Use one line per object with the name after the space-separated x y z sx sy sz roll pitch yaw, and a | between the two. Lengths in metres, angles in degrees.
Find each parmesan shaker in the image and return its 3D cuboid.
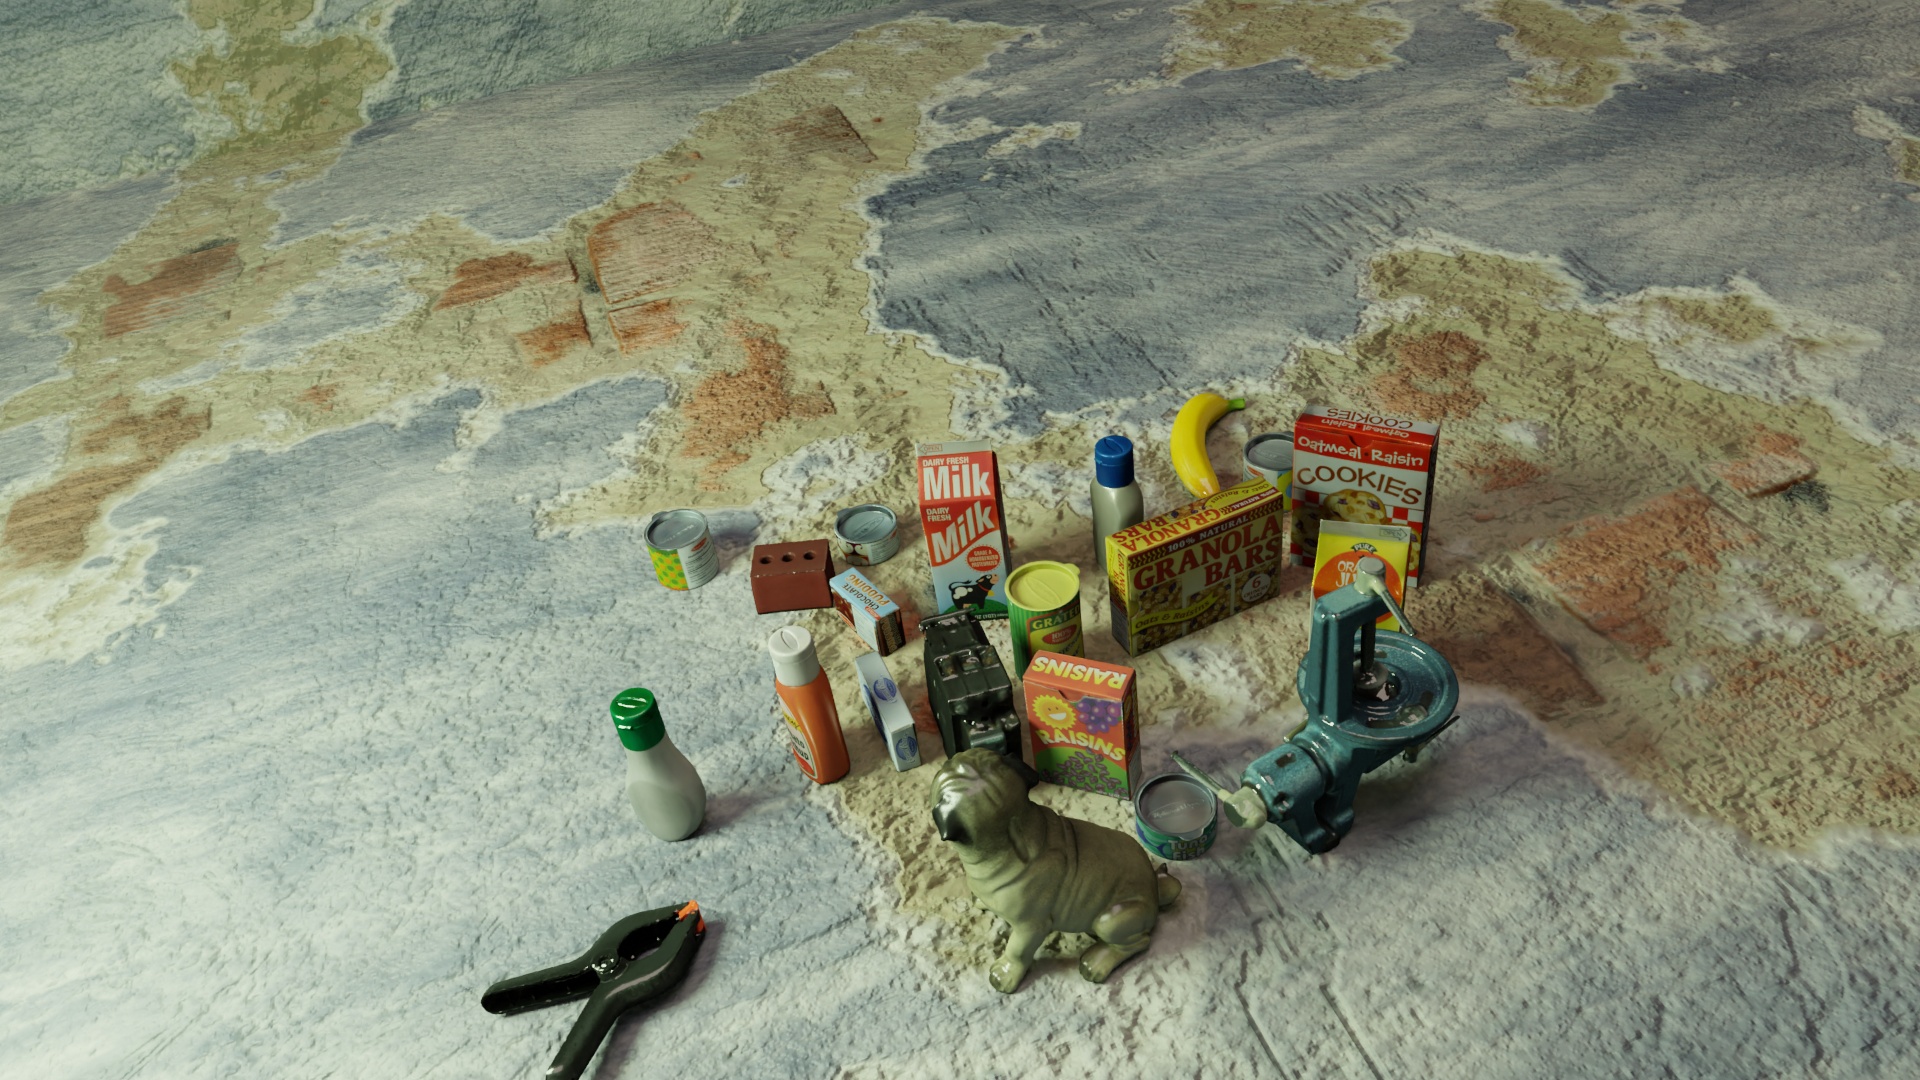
0.080 0.077 1.253 0.071 0.102 0.072 -5 39 4 | parmesan shaker

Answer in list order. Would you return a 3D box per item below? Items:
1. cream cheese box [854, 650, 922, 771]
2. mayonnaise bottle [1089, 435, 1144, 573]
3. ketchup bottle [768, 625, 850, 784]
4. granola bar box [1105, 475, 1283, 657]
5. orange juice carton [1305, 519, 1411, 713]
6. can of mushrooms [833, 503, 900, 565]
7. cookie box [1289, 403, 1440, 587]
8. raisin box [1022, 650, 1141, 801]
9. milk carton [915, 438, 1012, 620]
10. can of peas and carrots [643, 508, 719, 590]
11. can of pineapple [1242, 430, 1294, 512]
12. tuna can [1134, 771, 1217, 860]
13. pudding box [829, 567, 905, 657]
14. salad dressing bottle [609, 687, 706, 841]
-0.064 0.150 1.228 0.024 0.053 0.104 -19 40 -12 | cream cheese box
0.152 -0.032 1.339 0.041 0.147 0.065 -24 41 -18 | mayonnaise bottle
-0.130 0.137 1.180 0.044 0.148 0.065 -26 42 -20 | ketchup bottle
0.217 0.024 1.276 0.166 0.123 0.039 -21 40 -15 | granola bar box
0.331 0.060 1.156 0.072 0.191 0.073 7 41 19 | orange juice carton
-0.098 -0.007 1.445 0.071 0.033 0.071 -5 39 4 | can of mushrooms
0.373 -0.040 1.293 0.123 0.166 0.040 12 43 24 | cookie box
0.101 0.152 1.139 0.086 0.122 0.040 10 42 22 | raisin box
0.005 -0.016 1.313 0.072 0.189 0.074 -4 39 5 | milk carton
-0.290 0.009 1.440 0.071 0.058 0.071 -5 39 4 | can of peas and carrots
0.325 -0.070 1.426 0.071 0.057 0.071 -5 39 4 | can of pineapple
0.174 0.222 1.112 0.071 0.032 0.071 -5 39 4 | tuna can
-0.090 0.068 1.337 0.030 0.049 0.084 -29 43 -24 | pudding box
-0.251 0.185 1.144 0.064 0.146 0.044 3 40 15 | salad dressing bottle
